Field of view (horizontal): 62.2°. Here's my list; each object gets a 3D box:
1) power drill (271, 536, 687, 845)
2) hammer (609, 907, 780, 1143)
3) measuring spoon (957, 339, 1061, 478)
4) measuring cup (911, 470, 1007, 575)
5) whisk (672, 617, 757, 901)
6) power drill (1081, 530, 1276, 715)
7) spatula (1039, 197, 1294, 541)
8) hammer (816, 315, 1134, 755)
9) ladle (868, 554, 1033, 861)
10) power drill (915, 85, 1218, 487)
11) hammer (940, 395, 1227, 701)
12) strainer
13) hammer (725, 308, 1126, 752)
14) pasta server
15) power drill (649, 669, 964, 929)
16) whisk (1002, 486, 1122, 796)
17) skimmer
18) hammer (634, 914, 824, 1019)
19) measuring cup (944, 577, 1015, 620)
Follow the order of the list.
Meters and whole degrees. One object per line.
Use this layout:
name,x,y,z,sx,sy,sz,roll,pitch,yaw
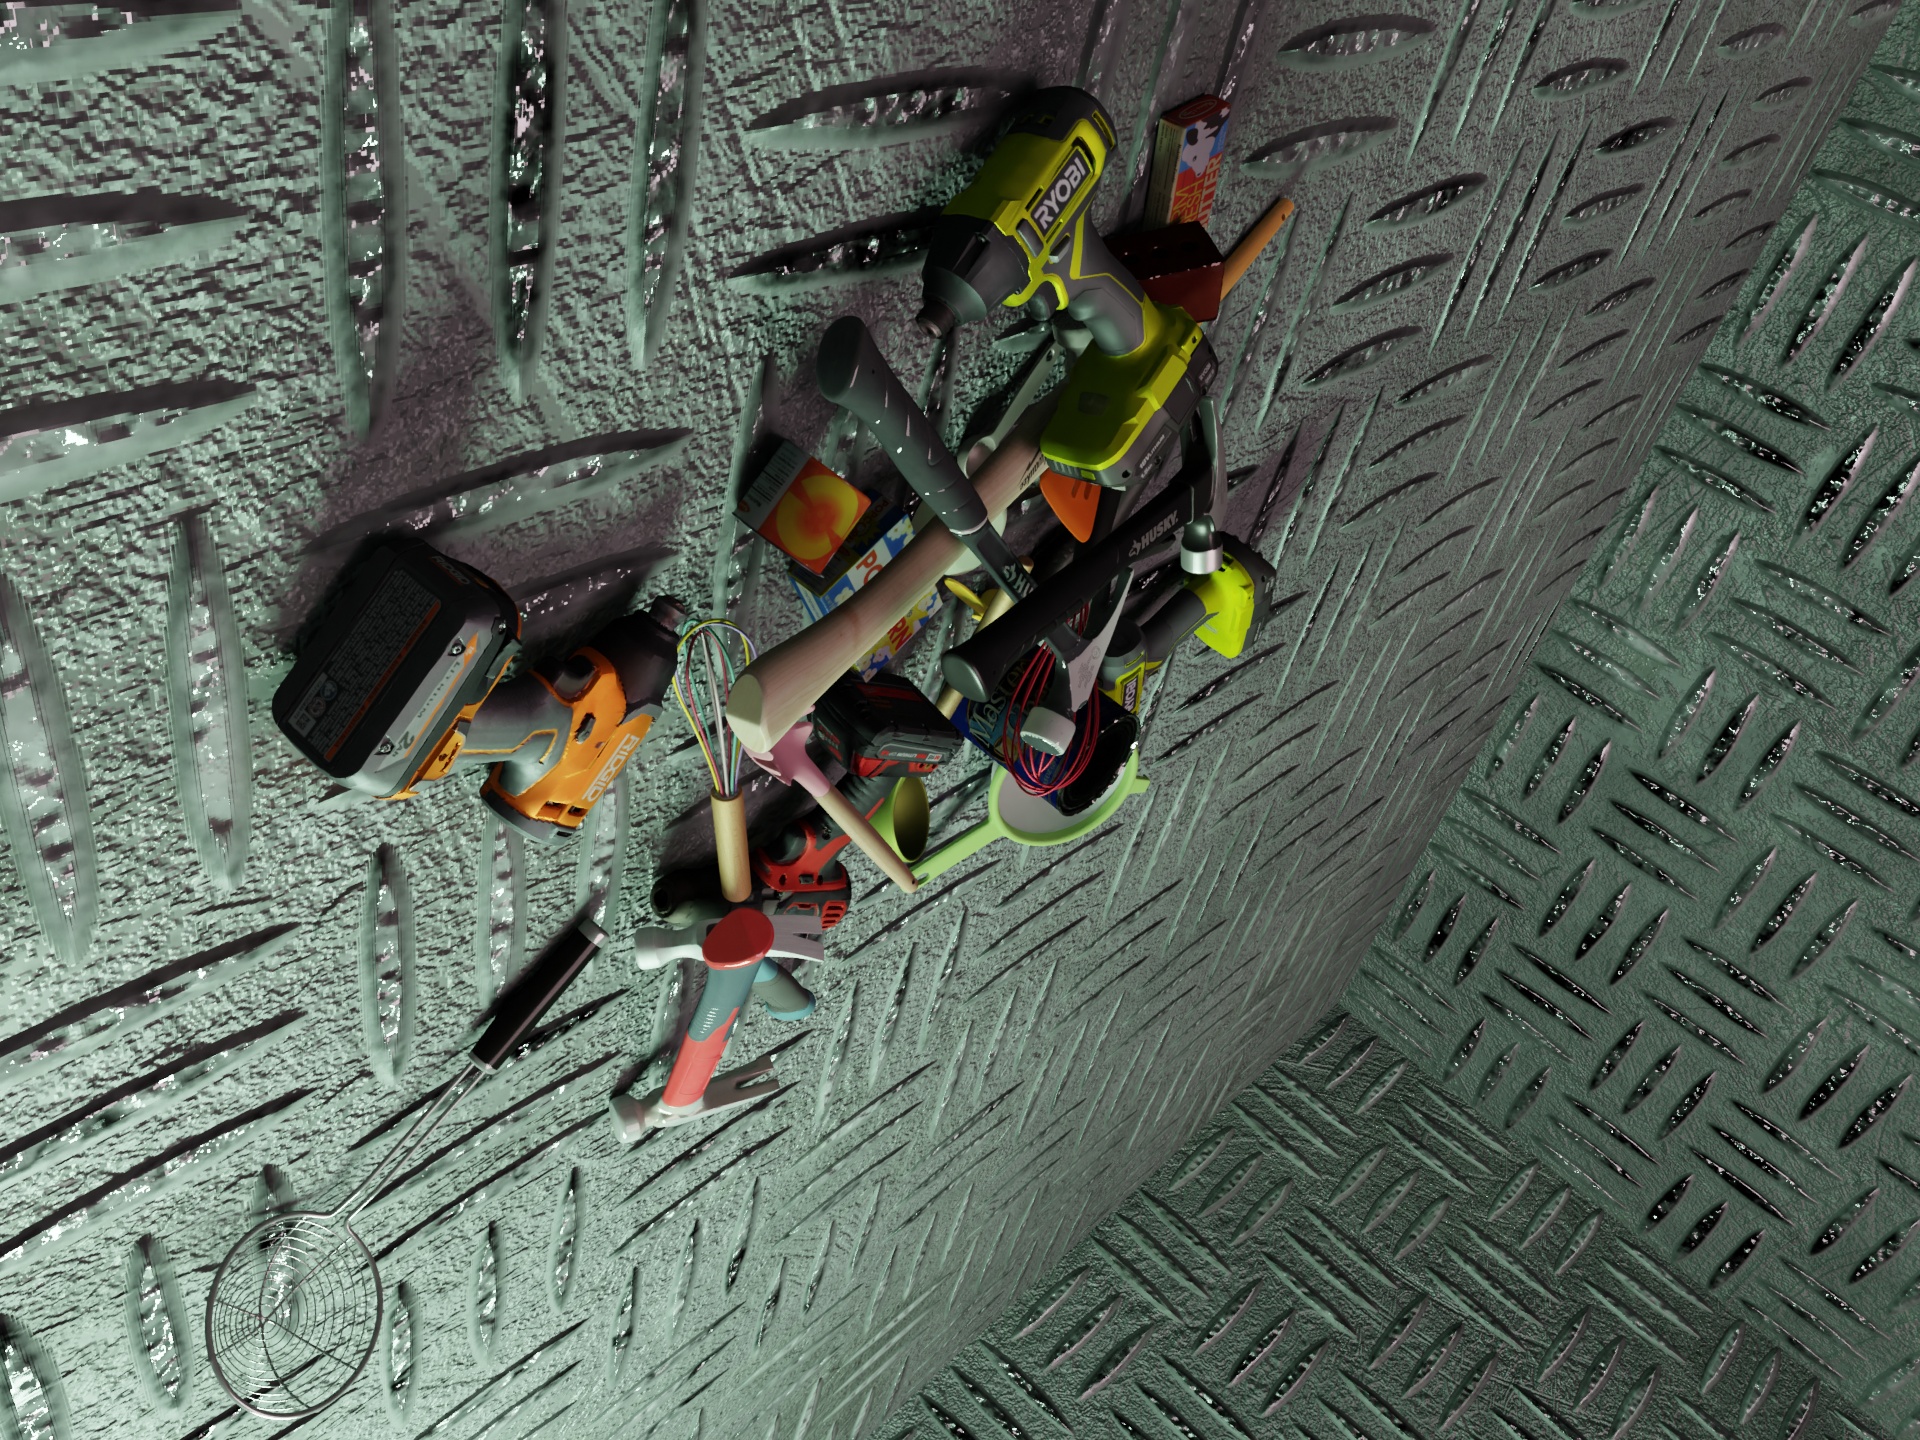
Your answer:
power drill,-0.242,-0.021,0.868,0.164,0.084,0.226,-54,159,2
hammer,-0.173,0.228,1.190,0.143,0.038,0.386,-13,155,-25
measuring spoon,0.034,-0.226,1.138,0.124,0.018,0.034,-56,152,-8
measuring cup,0.034,-0.163,1.183,0.167,0.038,0.083,-34,150,-29
whisk,-0.162,0.031,1.062,0.047,0.051,0.244,-48,150,-43
power drill,0.197,-0.065,1.549,0.228,0.080,0.190,-37,151,-23
spatula,0.165,-0.285,1.244,0.322,0.041,0.080,-51,136,-6
hammer,0.016,-0.123,1.026,0.149,0.036,0.408,-64,147,-14
ladle,-0.002,-0.004,1.254,0.320,0.062,0.078,-61,-178,40
power drill,0.066,-0.256,1.006,0.171,0.080,0.223,-56,137,-12
hammer,0.093,-0.109,1.088,0.335,0.035,0.146,-39,135,-42
strainer,0.042,0.069,1.488,0.256,0.069,0.151,-34,134,4
hammer,-0.009,-0.113,1.059,0.411,0.038,0.146,-48,140,-33
pasta server,-0.082,0.060,1.120,0.315,0.040,0.060,55,49,-56
power drill,-0.119,0.072,1.198,0.187,0.080,0.226,7,122,-53
whisk,0.091,-0.081,1.251,0.073,0.073,0.296,46,54,-65
skimmer,-0.355,0.290,1.069,0.363,0.090,0.127,-50,123,-10
hammer,-0.159,0.203,1.274,0.128,0.033,0.330,-7,161,1
measuring cup,0.024,-0.096,1.233,0.029,0.062,0.156,-67,157,-4
